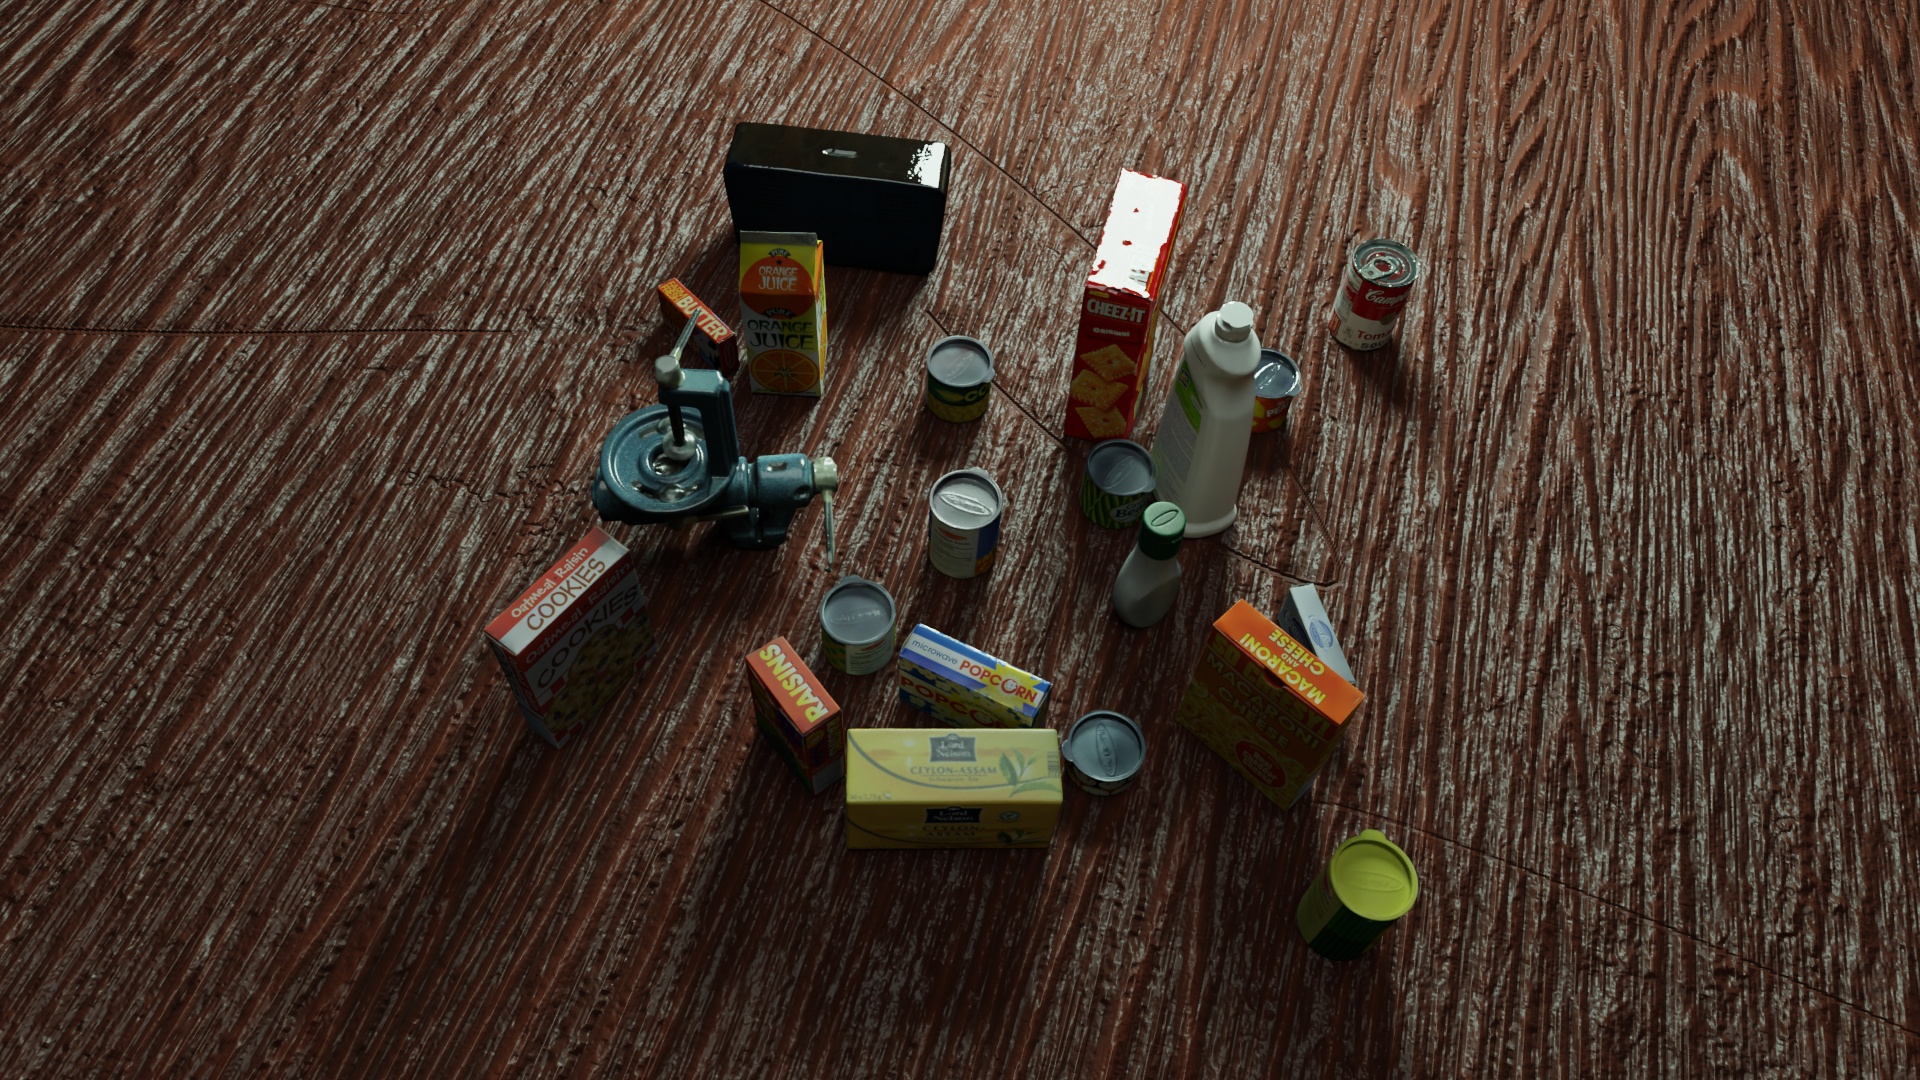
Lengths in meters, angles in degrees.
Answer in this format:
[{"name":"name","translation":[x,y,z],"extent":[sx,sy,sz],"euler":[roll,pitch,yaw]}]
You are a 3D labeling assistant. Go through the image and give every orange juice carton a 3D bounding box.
[{"name":"orange juice carton","translation":[-0.170,-0.227,1.339],"extent":[0.072,0.191,0.073],"euler":[3,56,-1]}]

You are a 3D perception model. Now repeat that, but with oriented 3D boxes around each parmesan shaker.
[{"name":"parmesan shaker","translation":[0.307,0.277,1.080],"extent":[0.071,0.102,0.071],"euler":[1,56,-2]}]

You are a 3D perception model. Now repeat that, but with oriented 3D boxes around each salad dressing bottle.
[{"name":"salad dressing bottle","translation":[0.168,0.022,1.217],"extent":[0.064,0.147,0.044],"euler":[-28,62,-20]}]

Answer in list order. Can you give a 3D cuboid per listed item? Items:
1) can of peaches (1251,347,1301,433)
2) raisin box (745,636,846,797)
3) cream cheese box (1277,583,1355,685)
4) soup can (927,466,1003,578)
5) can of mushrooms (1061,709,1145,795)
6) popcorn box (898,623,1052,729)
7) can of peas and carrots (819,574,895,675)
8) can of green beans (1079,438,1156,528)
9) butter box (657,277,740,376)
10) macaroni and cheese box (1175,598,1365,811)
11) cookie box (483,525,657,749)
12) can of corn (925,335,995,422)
[{"name":"can of peaches","translation":[0.303,-0.149,1.393],"extent":[0.071,0.057,0.071],"euler":[1,56,-2]},{"name":"raisin box","translation":[-0.134,0.145,1.133],"extent":[0.040,0.122,0.086],"euler":[-31,63,-21]},{"name":"cream cheese box","translation":[0.314,0.095,1.232],"extent":[0.024,0.053,0.104],"euler":[-10,57,-9]},{"name":"soup can","translation":[0.005,-0.016,1.272],"extent":[0.071,0.083,0.072],"euler":[1,56,-2]},{"name":"can of mushrooms","translation":[0.119,0.180,1.176],"extent":[0.071,0.033,0.071],"euler":[1,56,-2]},{"name":"popcorn box","translation":[0.010,0.128,1.175],"extent":[0.127,0.084,0.038],"euler":[24,58,12]},{"name":"can of peas and carrots","translation":[-0.091,0.075,1.221],"extent":[0.071,0.058,0.071],"euler":[1,56,-2]},{"name":"can of green beans","translation":[0.148,-0.053,1.320],"extent":[0.071,0.057,0.071],"euler":[1,56,-2]},{"name":"butter box","translation":[-0.266,-0.217,1.411],"extent":[0.024,0.052,0.104],"euler":[-37,65,-24]},{"name":"macaroni and cheese box","translation":[0.247,0.138,1.132],"extent":[0.124,0.165,0.040],"euler":[40,63,21]},{"name":"cookie box","translation":[-0.315,0.081,1.139],"extent":[0.040,0.166,0.123],"euler":[32,60,17]},{"name":"can of corn","translation":[0.000,-0.159,1.383],"extent":[0.071,0.058,0.071],"euler":[1,56,-2]}]
